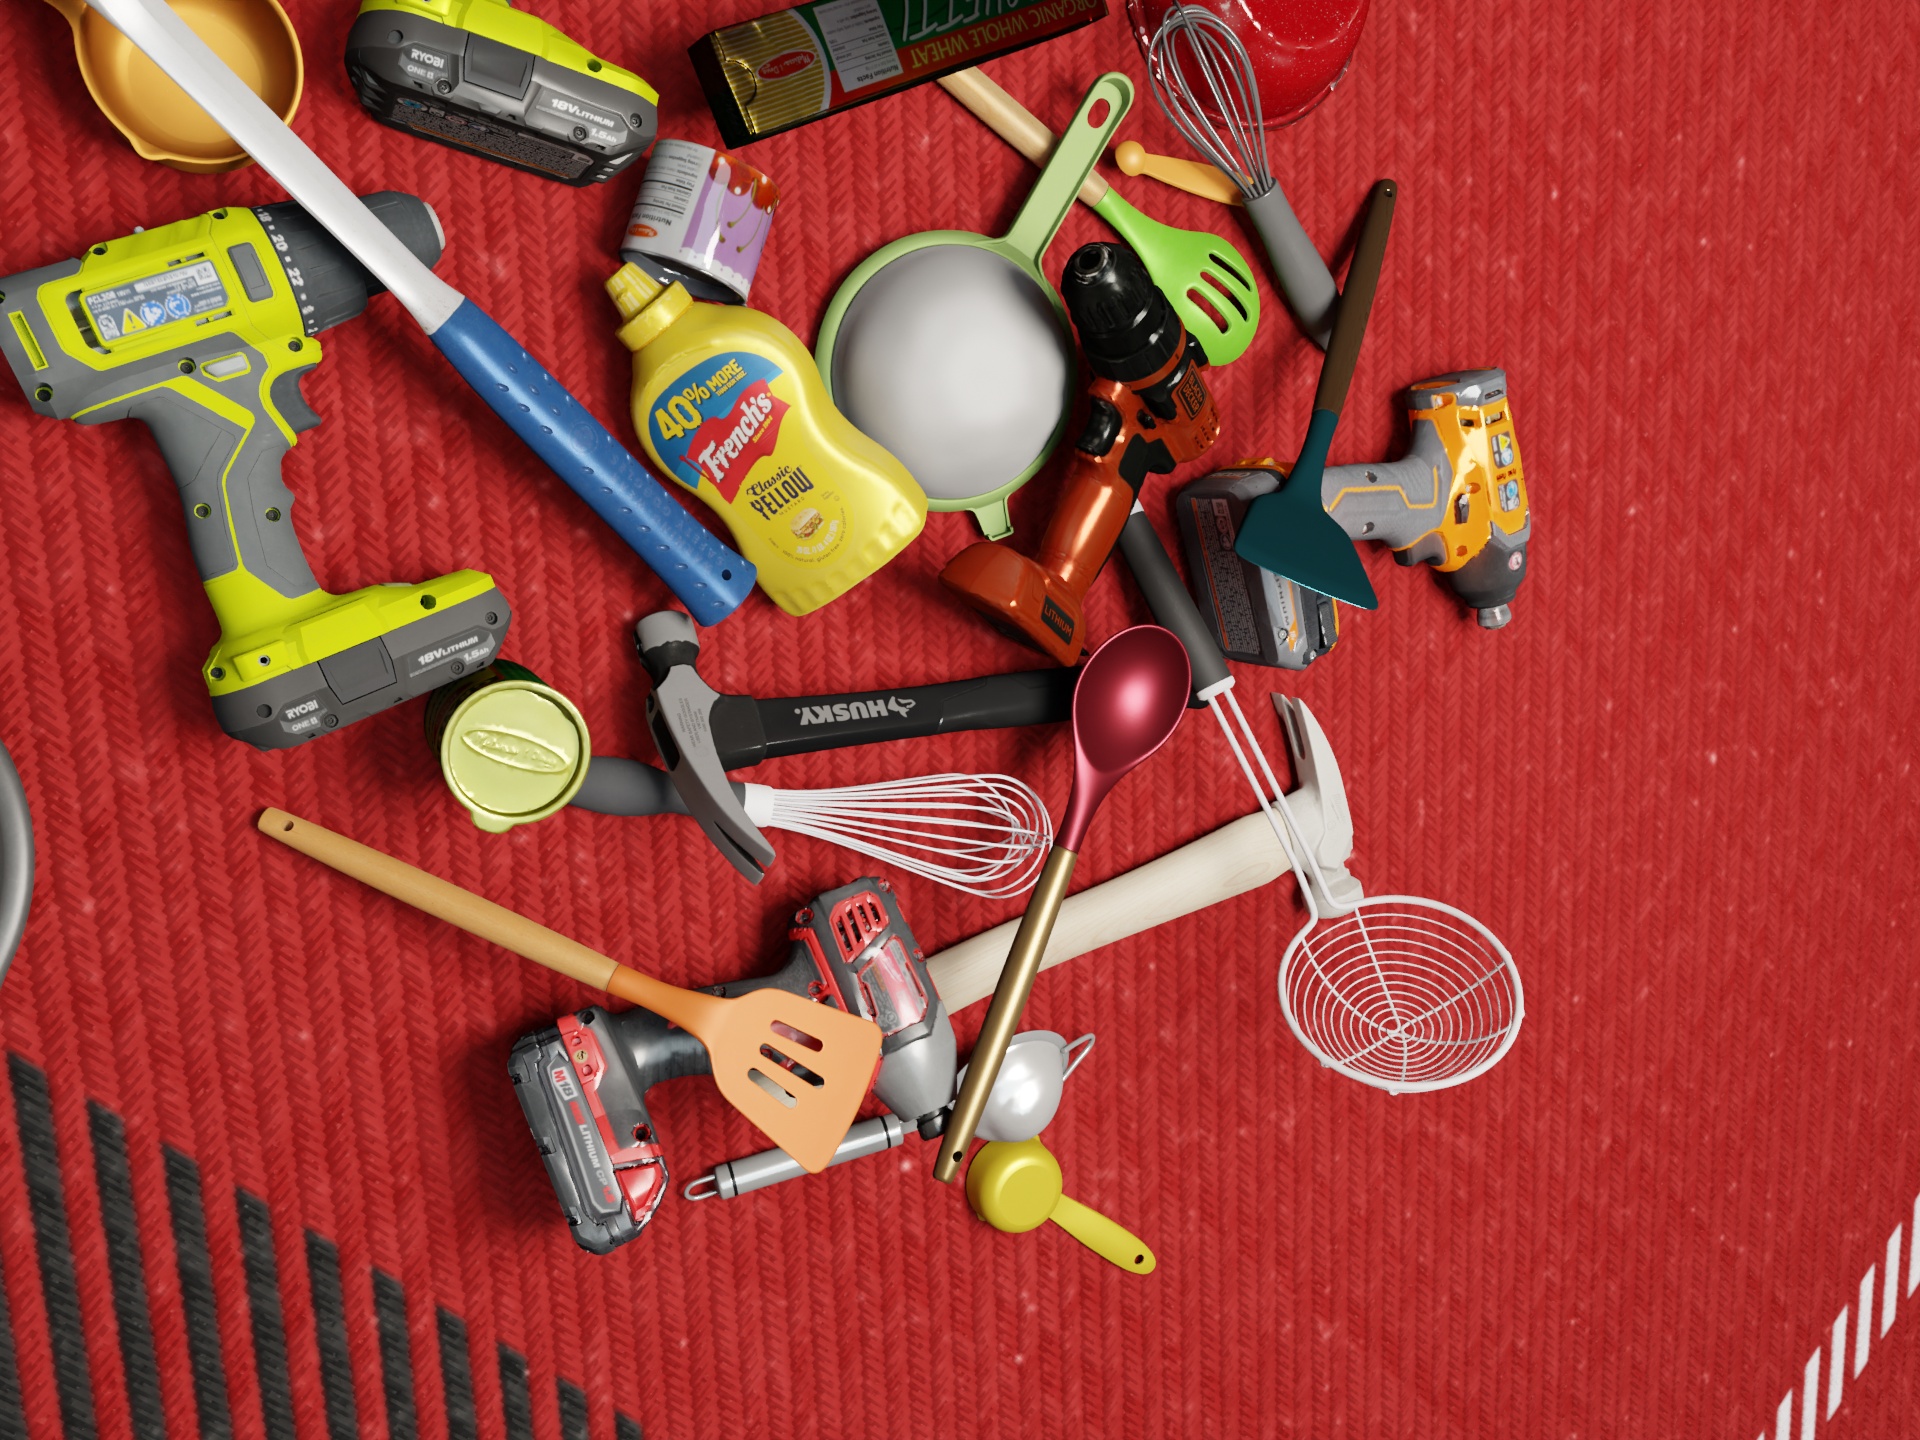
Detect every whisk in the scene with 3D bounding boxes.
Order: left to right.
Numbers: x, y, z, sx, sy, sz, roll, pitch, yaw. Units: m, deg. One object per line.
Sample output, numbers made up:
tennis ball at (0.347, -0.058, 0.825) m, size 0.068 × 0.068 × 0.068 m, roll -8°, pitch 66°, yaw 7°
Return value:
whisk at (-0.080, 0.051, 0.861) m, size 0.284 × 0.070 × 0.070 m, roll 8°, pitch 95°, yaw -19°
whisk at (0.172, -0.299, 0.902) m, size 0.055 × 0.055 × 0.238 m, roll -47°, pitch 125°, yaw -10°

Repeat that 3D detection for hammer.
hammer at (-0.238, -0.182, 0.700) m, size 0.405 × 0.035 × 0.144 m, roll 47°, pitch 56°, yaw -32°
hammer at (-0.001, -0.003, 0.869) m, size 0.334 × 0.035 × 0.146 m, roll -7°, pitch 63°, yaw -28°
hammer at (0.055, 0.117, 0.939) m, size 0.410 × 0.038 × 0.146 m, roll -22°, pitch 105°, yaw -19°

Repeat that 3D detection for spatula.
spatula at (-0.193, 0.118, 0.780) m, size 0.322 × 0.041 × 0.081 m, roll 25°, pitch 66°, yaw -1°
spatula at (0.216, -0.195, 0.892) m, size 0.082 × 0.044 × 0.318 m, roll 21°, pitch 64°, yaw -5°

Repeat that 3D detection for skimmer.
skimmer at (0.178, 0.030, 0.875) m, size 0.127 × 0.090 × 0.363 m, roll -25°, pitch 83°, yaw -13°

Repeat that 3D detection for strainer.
strainer at (-0.032, 0.236, 0.916) m, size 0.258 × 0.050 × 0.086 m, roll -14°, pitch 131°, yaw -15°
strainer at (0.029, -0.228, 0.837) m, size 0.151 × 0.069 × 0.256 m, roll 29°, pitch 95°, yaw -23°

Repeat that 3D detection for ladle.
ladle at (0.048, 0.094, 0.849) m, size 0.069 × 0.031 × 0.315 m, roll 27°, pitch 78°, yaw -23°

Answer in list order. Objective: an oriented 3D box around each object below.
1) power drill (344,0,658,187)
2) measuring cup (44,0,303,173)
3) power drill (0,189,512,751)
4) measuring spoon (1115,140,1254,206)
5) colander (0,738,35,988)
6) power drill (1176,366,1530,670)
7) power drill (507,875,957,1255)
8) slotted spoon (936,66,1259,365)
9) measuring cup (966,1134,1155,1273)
power drill at (-0.185, -0.375, 0.734) m, size 0.171 × 0.080 × 0.223 m, roll 12°, pitch 91°, yaw -25°
measuring cup at (-0.370, -0.301, 0.679) m, size 0.173 × 0.052 × 0.095 m, roll 25°, pitch 88°, yaw -23°
power drill at (-0.297, -0.119, 0.726) m, size 0.190 × 0.080 × 0.228 m, roll -26°, pitch 106°, yaw -24°
measuring spoon at (0.136, -0.312, 0.907) m, size 0.116 × 0.011 × 0.021 m, roll 2°, pitch 79°, yaw -33°
colander at (-0.515, -0.009, 0.653) m, size 0.204 × 0.094 × 0.397 m, roll -23°, pitch 89°, yaw -18°
power drill at (0.253, -0.107, 0.966) m, size 0.226 × 0.084 × 0.164 m, roll -23°, pitch 107°, yaw -23°
power drill at (-0.110, 0.184, 0.829) m, size 0.219 × 0.078 × 0.143 m, roll -22°, pitch 80°, yaw -17°
slotted spoon at (0.057, -0.304, 0.877) m, size 0.313 × 0.031 × 0.070 m, roll 33°, pitch 78°, yaw -23°
measuring cup at (0.071, 0.309, 0.979) m, size 0.156 × 0.029 × 0.062 m, roll 37°, pitch 83°, yaw -22°
